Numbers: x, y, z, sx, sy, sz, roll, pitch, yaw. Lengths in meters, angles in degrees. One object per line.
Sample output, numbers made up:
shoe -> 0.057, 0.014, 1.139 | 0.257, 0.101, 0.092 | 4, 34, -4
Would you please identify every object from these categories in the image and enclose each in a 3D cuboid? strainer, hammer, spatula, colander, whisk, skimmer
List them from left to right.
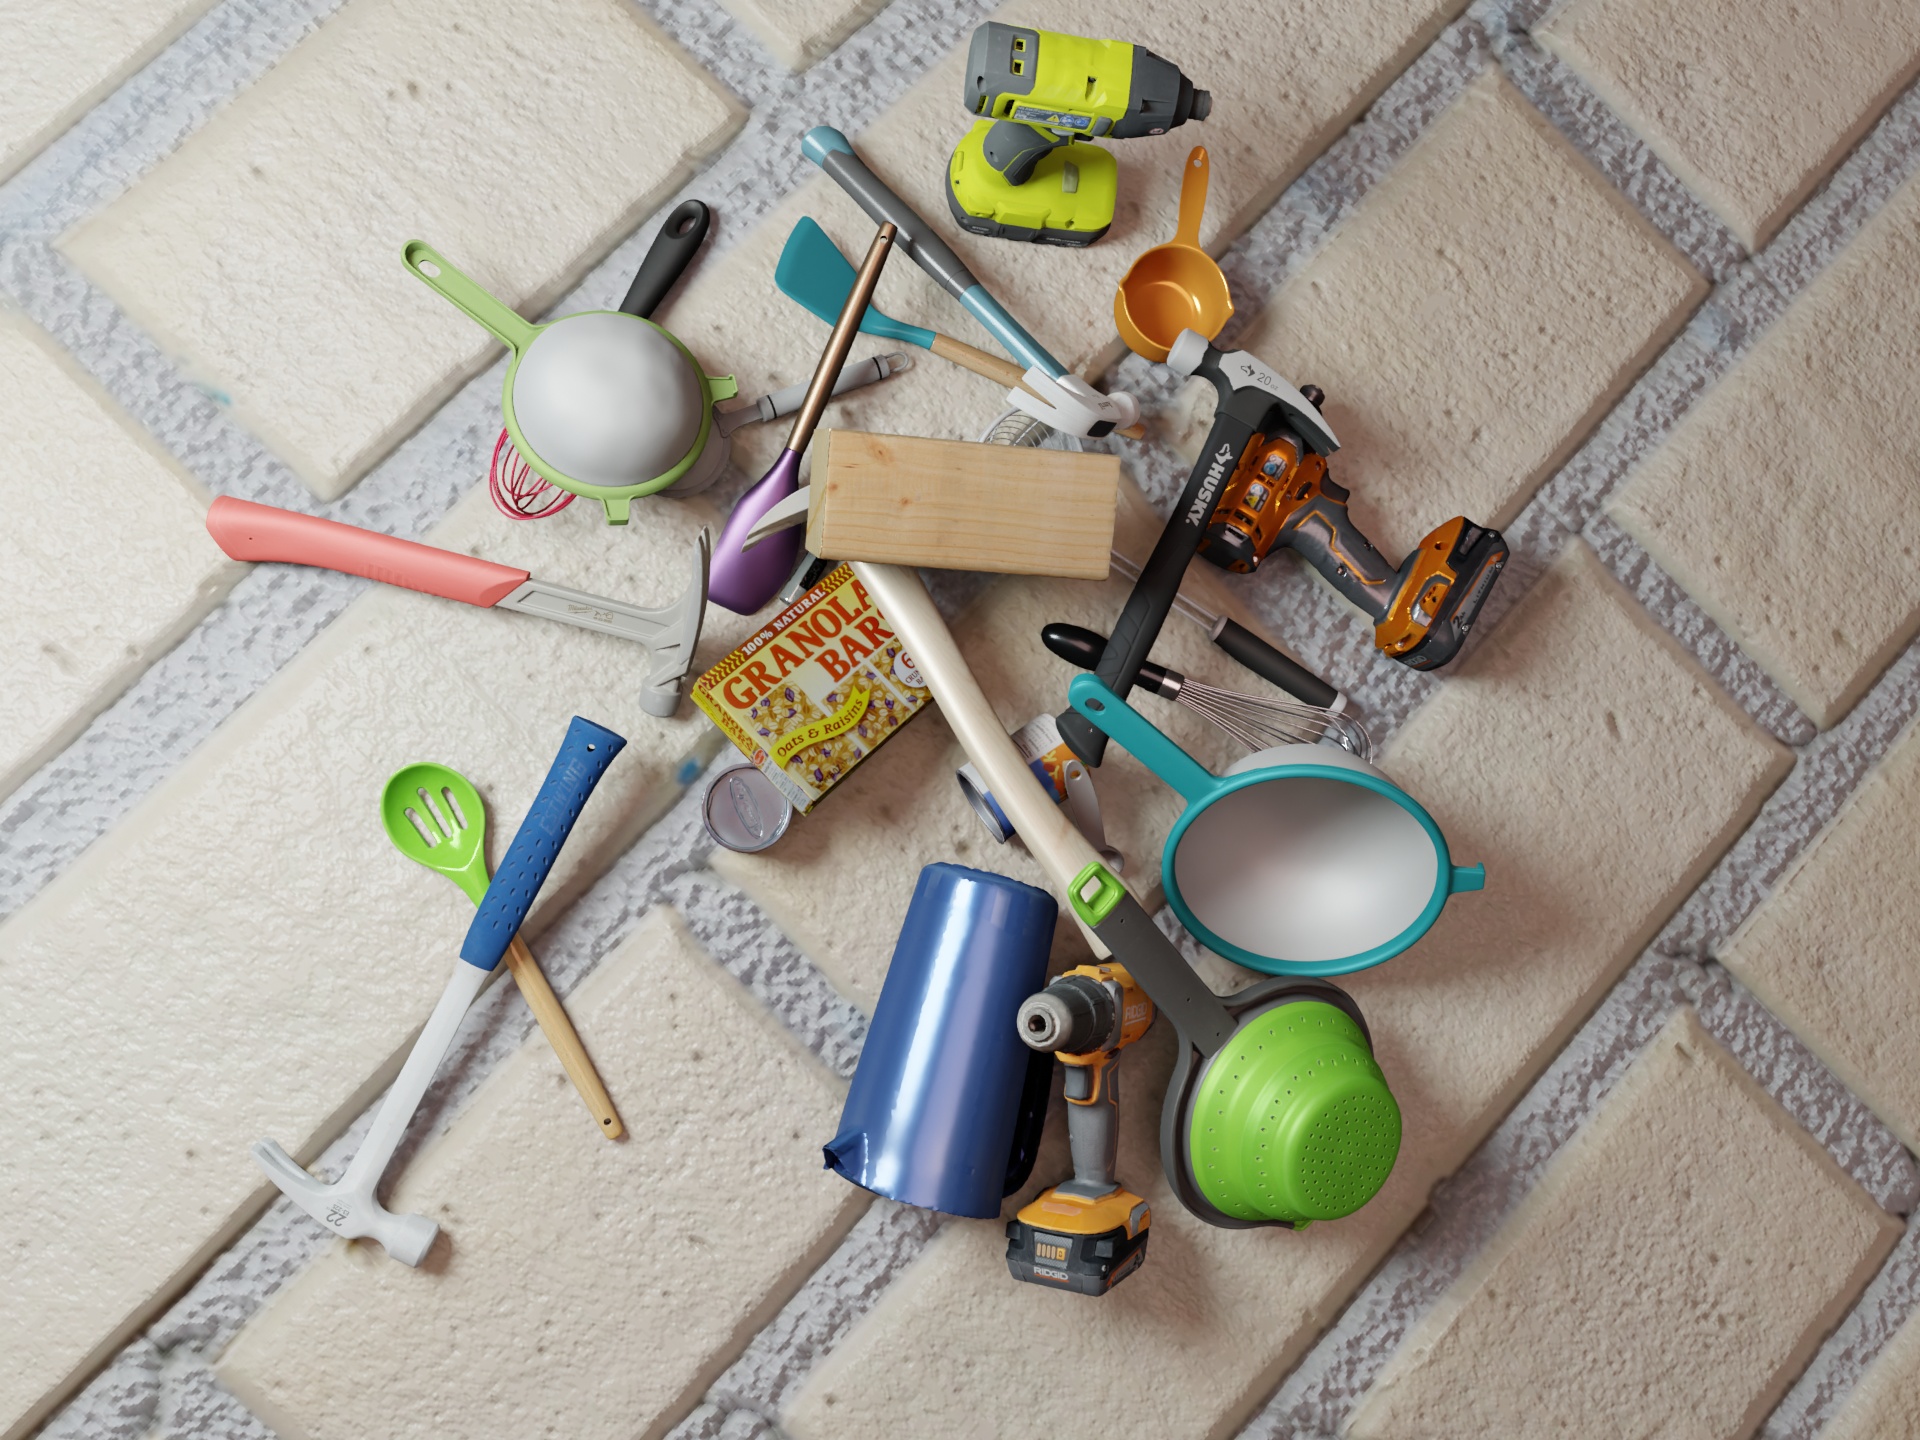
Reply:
hammer -> -0.365, -0.113, 1.162 | 0.359, 0.037, 0.149 | 15, 115, -3
hammer -> -0.358, 0.181, 1.140 | 0.144, 0.035, 0.405 | 28, 89, -5
strainer -> -0.291, -0.269, 1.130 | 0.256, 0.069, 0.151 | 37, 69, -4
whisk -> -0.267, -0.276, 1.205 | 0.073, 0.073, 0.296 | 28, 75, -6
strainer -> -0.158, -0.240, 1.227 | 0.258, 0.050, 0.087 | -23, 86, -13
spatula -> -0.114, -0.228, 1.210 | 0.059, 0.018, 0.316 | 23, 97, -7
hammer -> -0.002, -0.004, 1.166 | 0.146, 0.038, 0.411 | -28, 79, -24
hammer -> -0.001, -0.338, 1.226 | 0.331, 0.128, 0.033 | 47, 120, 9
spatula -> 0.005, -0.294, 1.252 | 0.317, 0.044, 0.082 | 22, 56, -8
skimmer -> 0.159, -0.110, 1.238 | 0.363, 0.090, 0.127 | 33, 79, -5
hammer -> 0.163, -0.119, 1.199 | 0.146, 0.035, 0.335 | 27, 83, -6
whisk -> 0.195, -0.016, 1.254 | 0.284, 0.070, 0.070 | 23, 83, -1
strainer -> 0.213, 0.054, 1.195 | 0.340, 0.095, 0.211 | 38, 125, -16
colander -> 0.209, 0.245, 1.137 | 0.204, 0.095, 0.396 | -47, 119, -12

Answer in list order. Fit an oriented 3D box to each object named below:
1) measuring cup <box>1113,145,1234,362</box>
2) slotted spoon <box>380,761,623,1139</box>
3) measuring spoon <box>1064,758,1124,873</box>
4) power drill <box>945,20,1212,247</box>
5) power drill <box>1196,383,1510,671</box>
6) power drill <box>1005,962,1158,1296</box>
measuring cup -> 0.174, -0.372, 1.282 | 0.095, 0.052, 0.174 | 11, 82, -8
slotted spoon -> -0.331, 0.172, 1.173 | 0.070, 0.031, 0.314 | -29, 92, -10
measuring spoon -> 0.098, 0.075, 1.222 | 0.034, 0.018, 0.124 | -18, 125, 1
power drill -> 0.078, -0.432, 1.183 | 0.171, 0.223, 0.080 | 6, 85, -8
power drill -> 0.316, -0.157, 1.273 | 0.226, 0.084, 0.164 | 30, 81, -2
power drill -> 0.085, 0.291, 1.153 | 0.084, 0.185, 0.226 | 3, 87, 25
